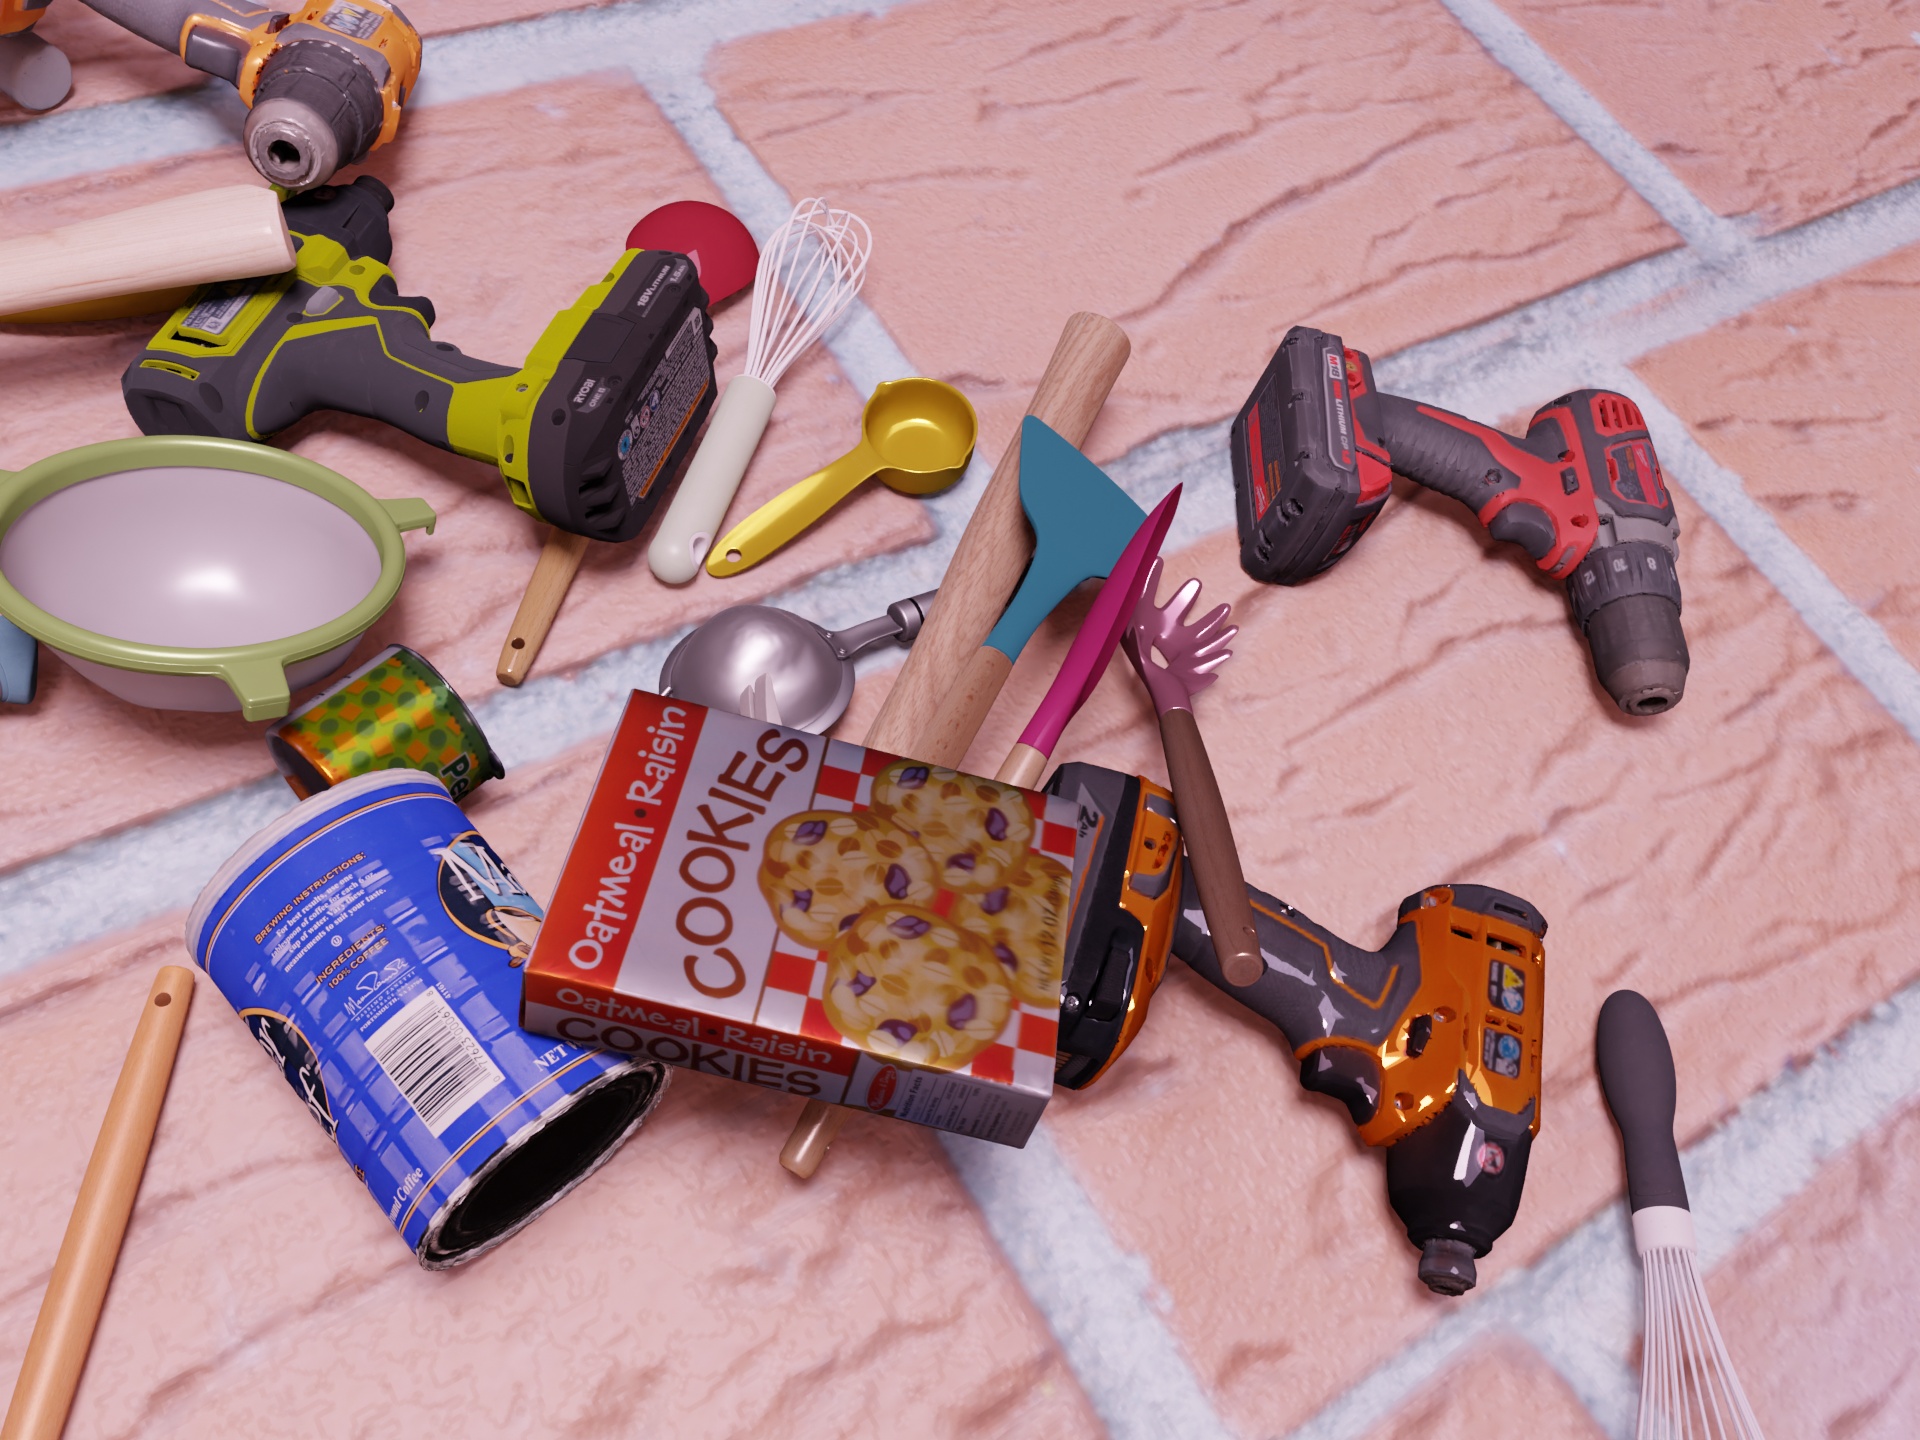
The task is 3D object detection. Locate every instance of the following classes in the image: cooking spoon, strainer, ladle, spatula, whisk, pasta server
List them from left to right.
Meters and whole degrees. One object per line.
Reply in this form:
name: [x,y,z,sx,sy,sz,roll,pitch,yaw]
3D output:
spatula: [-0.290,0.223,0.490,0.081,0.041,0.323,7,57,-8]
strainer: [-0.350,-0.060,0.622,0.256,0.069,0.152,15,36,-3]
ladle: [-0.162,-0.148,0.761,0.069,0.031,0.316,16,58,-3]
whisk: [-0.100,-0.166,0.776,0.059,0.057,0.246,9,59,16]
strainer: [-0.033,-0.045,0.721,0.258,0.050,0.087,-21,51,-28]
spatula: [-0.001,-0.002,0.649,0.082,0.044,0.318,39,62,-15]
cooking spoon: [0.016,0.034,0.627,0.017,0.068,0.319,27,70,10]
pasta server: [0.094,0.007,0.634,0.060,0.040,0.316,29,22,-11]
whisk: [0.278,0.230,0.614,0.070,0.070,0.285,13,52,-6]

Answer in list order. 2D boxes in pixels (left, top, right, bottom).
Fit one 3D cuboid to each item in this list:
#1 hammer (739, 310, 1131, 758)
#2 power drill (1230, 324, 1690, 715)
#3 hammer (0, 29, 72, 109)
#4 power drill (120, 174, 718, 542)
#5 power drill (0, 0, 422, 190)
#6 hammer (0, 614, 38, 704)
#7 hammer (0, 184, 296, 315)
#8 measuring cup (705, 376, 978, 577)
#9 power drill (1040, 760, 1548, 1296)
hammer: [0.006,-0.063,0.707,0.130,0.031,0.331,34,59,-15]
power drill: [0.260,-0.099,0.804,0.226,0.080,0.188,9,58,-12]
hammer: [-0.605,-0.253,0.677,0.144,0.035,0.406,34,48,9]
power drill: [-0.231,-0.171,0.714,0.223,0.080,0.171,15,57,10]
power drill: [-0.377,-0.322,0.739,0.226,0.084,0.186,16,34,-19]
hammer: [-0.479,0.007,0.520,0.331,0.033,0.128,-17,51,-44]
hammer: [-0.478,-0.154,0.626,0.410,0.038,0.146,-14,44,-13]
measuring cup: [-0.058,-0.109,0.767,0.156,0.029,0.062,-37,73,-17]
power drill: [0.125,0.121,0.631,0.226,0.084,0.164,19,57,-6]
